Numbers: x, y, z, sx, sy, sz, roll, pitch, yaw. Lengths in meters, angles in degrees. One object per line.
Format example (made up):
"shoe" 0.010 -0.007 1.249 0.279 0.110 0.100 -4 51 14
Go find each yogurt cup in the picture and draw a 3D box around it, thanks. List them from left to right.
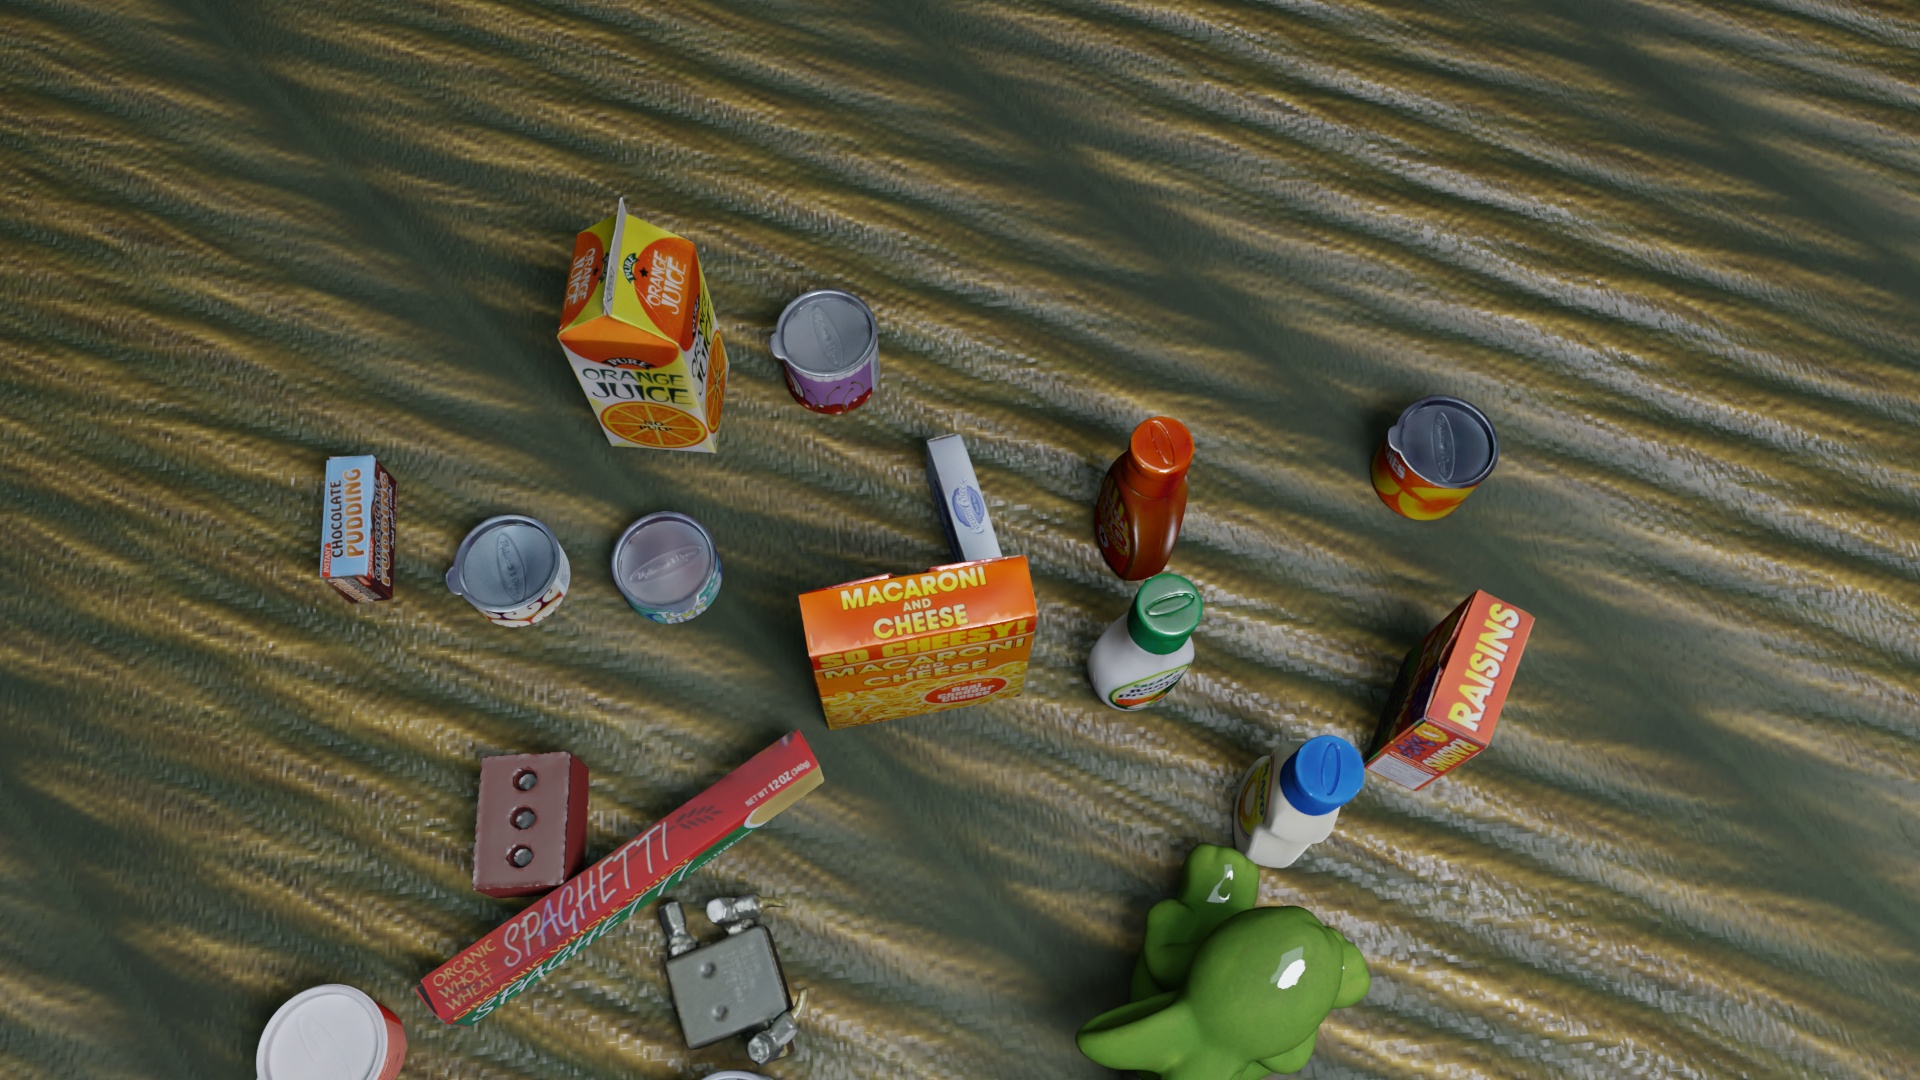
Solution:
"yogurt cup" -0.341 0.281 0.763 0.072 0.053 0.072 0 68 -1

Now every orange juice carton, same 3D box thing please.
"orange juice carton" -0.194 -0.127 0.856 0.073 0.192 0.072 4 69 0

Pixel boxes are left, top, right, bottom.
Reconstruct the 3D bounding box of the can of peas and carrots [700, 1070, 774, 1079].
"can of peas and carrots" -0.120 0.324 0.749 0.071 0.058 0.071 0 68 -1

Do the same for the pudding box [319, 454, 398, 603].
"pudding box" -0.381 -0.008 0.880 0.030 0.049 0.084 -5 69 -3

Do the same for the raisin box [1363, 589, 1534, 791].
"raisin box" 0.284 0.091 0.817 0.040 0.123 0.086 26 70 9

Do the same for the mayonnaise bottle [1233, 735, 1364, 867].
"mayonnaise bottle" 0.188 0.143 0.781 0.041 0.147 0.065 11 69 3

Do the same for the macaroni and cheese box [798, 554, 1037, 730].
"macaroni and cheese box" -0.024 0.062 0.798 0.124 0.166 0.040 -10 69 -5

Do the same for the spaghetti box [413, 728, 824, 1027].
"spaghetti box" -0.190 0.195 0.803 0.251 0.050 0.029 -33 73 -14

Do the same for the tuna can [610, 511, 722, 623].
"tuna can" -0.185 0.020 0.883 0.071 0.032 0.071 1 68 -1

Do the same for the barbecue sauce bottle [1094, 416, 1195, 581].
"barbecue sauce bottle" 0.113 -0.028 0.847 0.044 0.148 0.065 -16 70 -7

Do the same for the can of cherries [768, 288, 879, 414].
"can of cherries" -0.090 -0.125 0.929 0.071 0.058 0.072 0 68 -1

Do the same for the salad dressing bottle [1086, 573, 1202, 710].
"salad dressing bottle" 0.110 0.060 0.812 0.064 0.147 0.044 -17 70 -8

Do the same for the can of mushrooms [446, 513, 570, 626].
"can of mushrooms" -0.286 0.020 0.880 0.071 0.033 0.071 0 68 -1

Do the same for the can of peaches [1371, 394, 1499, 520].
"can of peaches" 0.307 -0.053 0.911 0.071 0.058 0.071 0 68 -1

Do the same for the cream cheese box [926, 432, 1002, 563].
"cream cheese box" 0.003 -0.011 0.889 0.024 0.053 0.104 -15 69 -7
